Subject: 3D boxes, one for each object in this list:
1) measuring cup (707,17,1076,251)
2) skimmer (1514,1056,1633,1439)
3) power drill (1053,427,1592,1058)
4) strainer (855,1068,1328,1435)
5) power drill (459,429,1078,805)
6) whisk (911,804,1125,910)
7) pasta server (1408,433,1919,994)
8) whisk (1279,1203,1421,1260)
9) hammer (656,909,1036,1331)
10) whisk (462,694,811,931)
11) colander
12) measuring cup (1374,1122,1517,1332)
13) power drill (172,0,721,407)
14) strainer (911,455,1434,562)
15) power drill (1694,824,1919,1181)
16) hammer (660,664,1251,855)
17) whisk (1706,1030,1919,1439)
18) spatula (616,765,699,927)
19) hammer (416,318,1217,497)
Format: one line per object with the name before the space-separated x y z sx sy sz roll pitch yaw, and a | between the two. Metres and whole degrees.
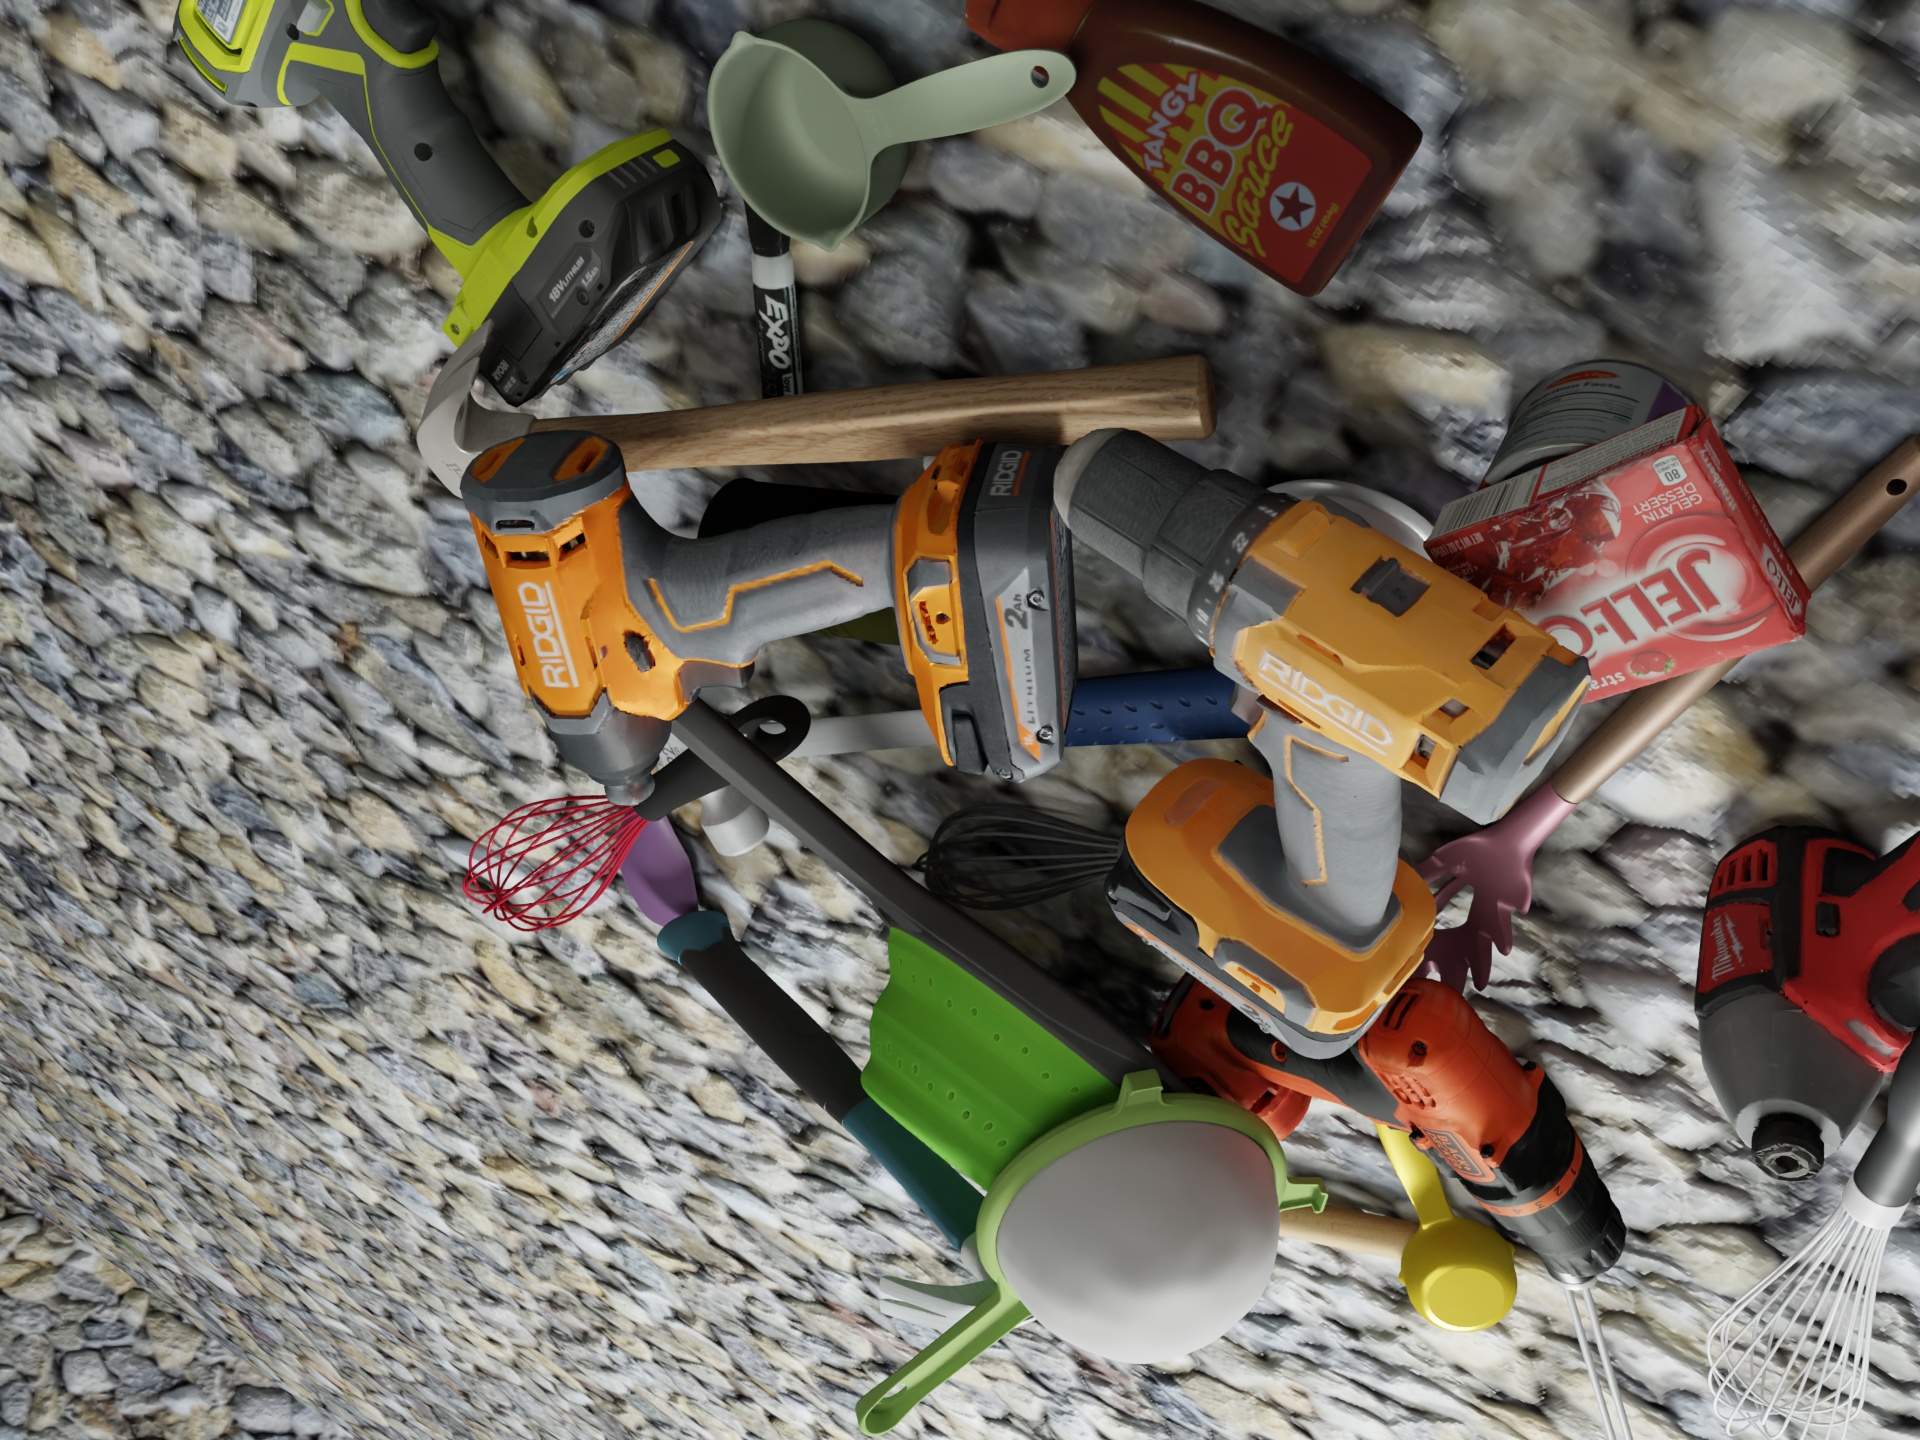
measuring cup | -0.019 -0.217 0.559 0.168 0.038 0.083 4 130 41
skimmer | 0.334 0.309 0.807 0.127 0.090 0.363 -5 114 44
power drill | 0.106 0.008 0.576 0.185 0.084 0.226 36 151 23
strainer | 0.049 0.278 0.736 0.256 0.069 0.151 -42 124 15
power drill | -0.070 -0.032 0.629 0.226 0.084 0.164 1 126 11
whisk | 0.082 0.065 0.752 0.239 0.055 0.055 -4 124 31
pasta server | 0.244 0.015 0.600 0.060 0.040 0.316 33 137 4
whisk | 0.139 0.276 0.900 0.245 0.047 0.051 3 127 28
hammer | -0.062 0.209 0.889 0.331 0.128 0.033 37 141 35
whisk | -0.177 0.050 0.852 0.296 0.073 0.073 -28 108 38
colander | -0.038 0.125 0.763 0.396 0.094 0.204 42 168 -19
measuring cup | 0.238 0.247 0.805 0.062 0.029 0.156 -21 110 13
power drill | -0.210 -0.255 0.643 0.223 0.080 0.171 49 138 -8
strainer | 0.083 -0.076 0.631 0.258 0.050 0.086 21 150 23
power drill | 0.331 0.059 0.505 0.078 0.143 0.219 38 136 -4
hammer | -0.001 -0.002 0.752 0.405 0.035 0.144 -5 124 37
whisk | 0.381 0.224 0.684 0.070 0.070 0.284 17 129 21
spatula | -0.184 0.019 0.908 0.060 0.018 0.315 21 136 18
hammer | -0.066 -0.118 0.635 0.331 0.031 0.130 -2 155 17
